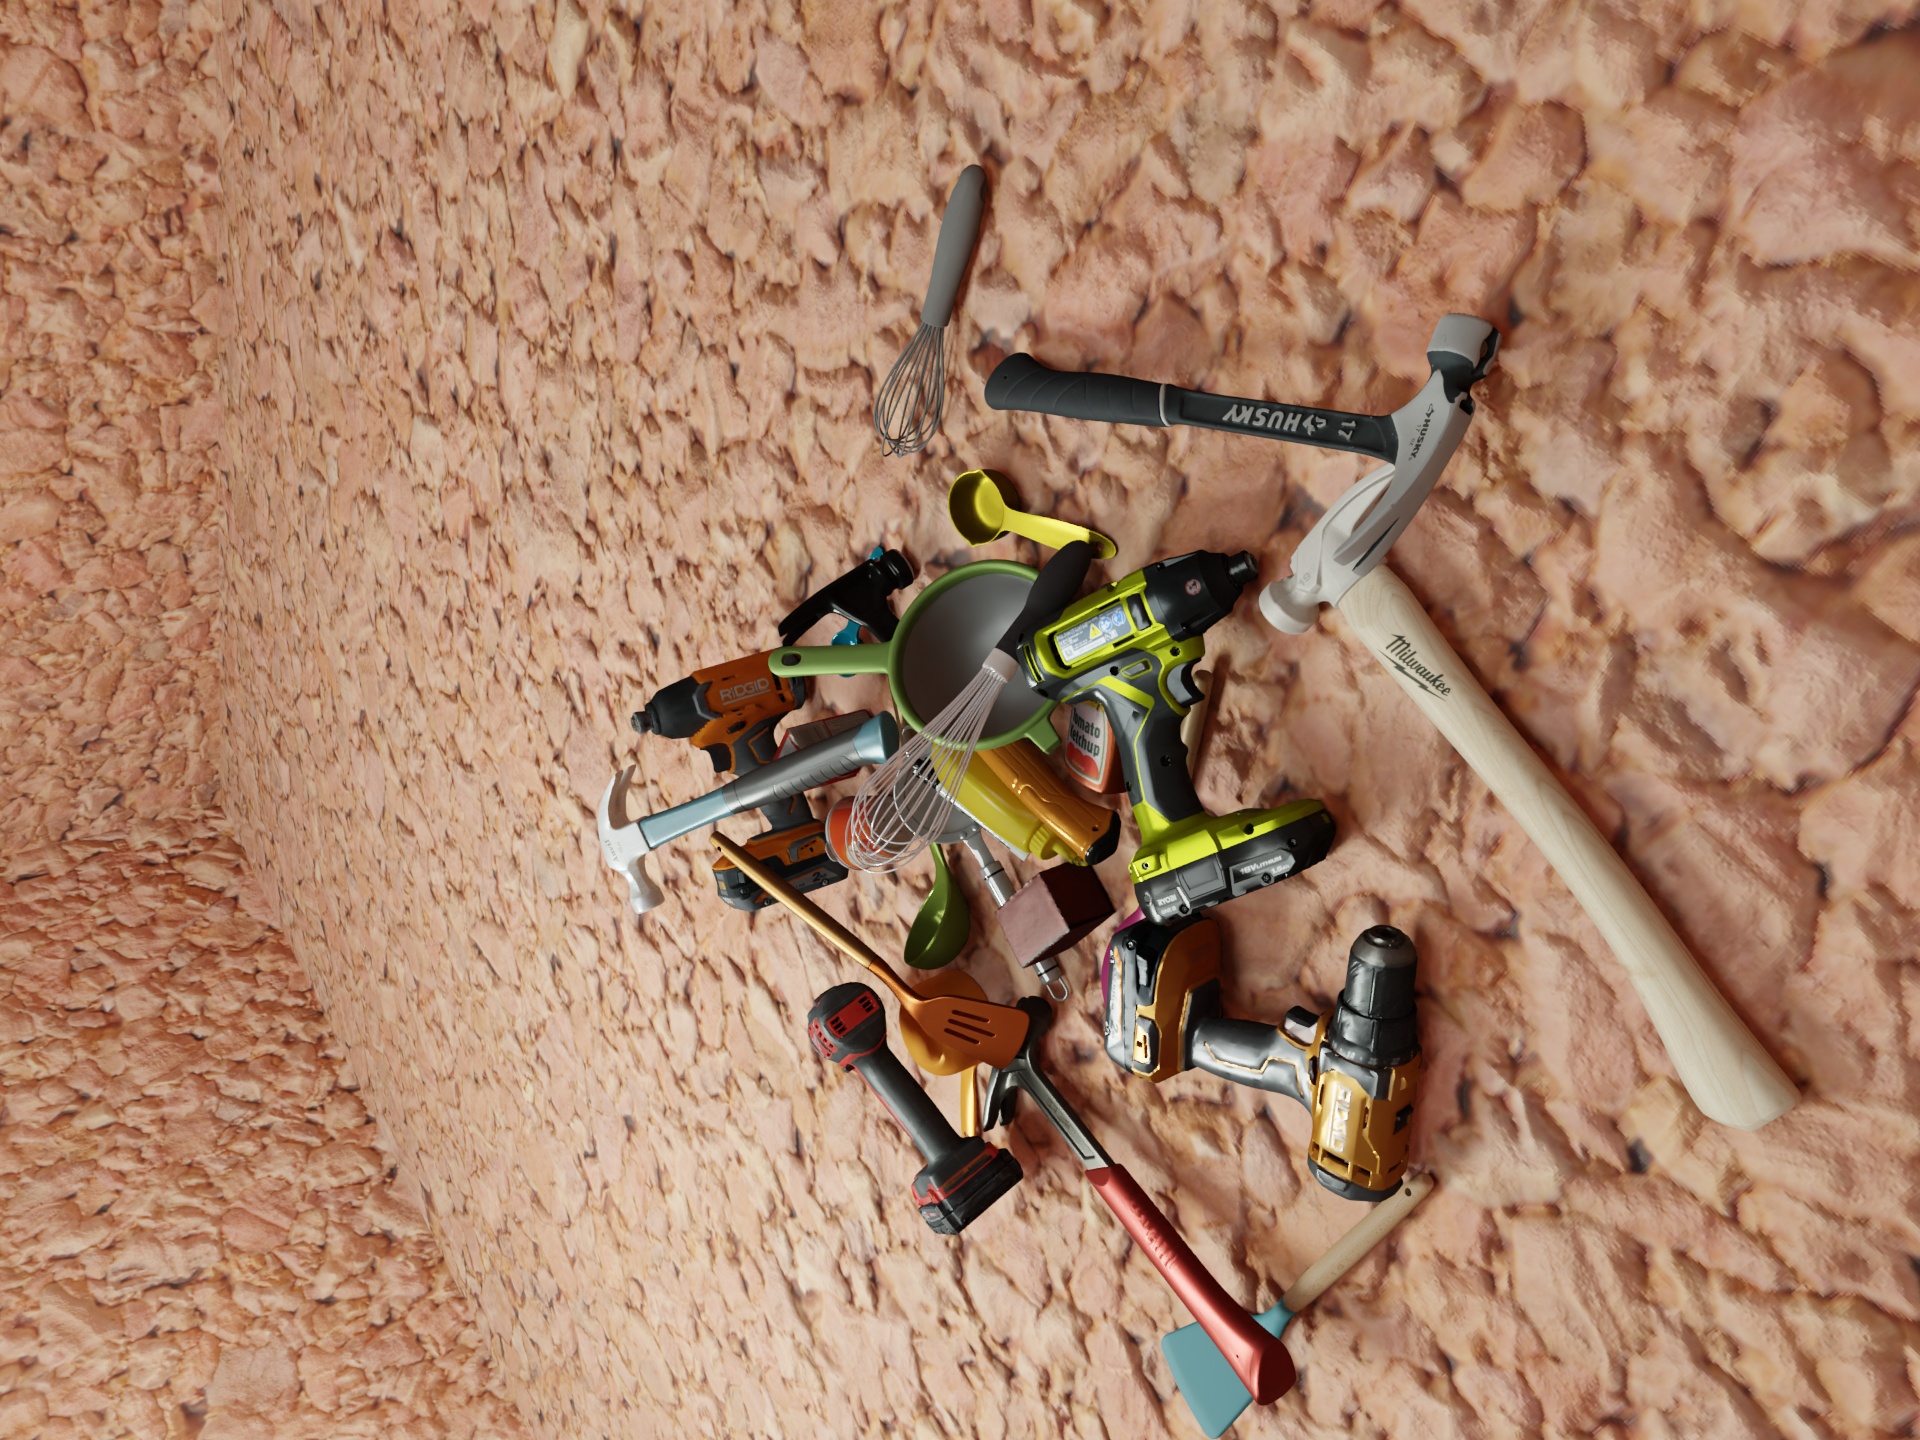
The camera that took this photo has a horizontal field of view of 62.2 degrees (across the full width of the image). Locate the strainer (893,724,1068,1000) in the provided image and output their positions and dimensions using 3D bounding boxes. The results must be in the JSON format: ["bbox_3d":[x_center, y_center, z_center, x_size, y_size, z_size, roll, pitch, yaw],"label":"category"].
[{"bbox_3d":[0.021,0.118,1.317,0.087,0.050,0.258,-31,81,8],"label":"strainer"}]

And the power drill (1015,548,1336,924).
[{"bbox_3d":[0.151,0.007,1.053,0.171,0.080,0.223,-25,82,27],"label":"power drill"}]

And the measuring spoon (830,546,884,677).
[{"bbox_3d":[-0.083,-0.096,1.398,0.042,0.021,0.128,42,123,35],"label":"measuring spoon"}]

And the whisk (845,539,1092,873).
[{"bbox_3d":[0.011,-0.012,1.129,0.070,0.070,0.284,28,80,44],"label":"whisk"}]

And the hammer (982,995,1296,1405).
[{"bbox_3d":[0.129,0.383,1.240,0.359,0.036,0.149,46,135,43],"label":"hammer"}]

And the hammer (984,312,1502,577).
[{"bbox_3d":[0.145,-0.194,1.017,0.409,0.036,0.149,23,91,51],"label":"hammer"}]

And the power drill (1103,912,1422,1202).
[{"bbox_3d":[0.208,0.197,1.075,0.226,0.084,0.185,22,119,42],"label":"power drill"}]

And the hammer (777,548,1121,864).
[{"bbox_3d":[-0.002,-0.004,1.245,0.337,0.127,0.034,45,158,29],"label":"hammer"}]

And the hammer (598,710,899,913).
[{"bbox_3d":[-0.188,0.065,1.389,0.331,0.033,0.128,-22,96,28],"label":"hammer"}]

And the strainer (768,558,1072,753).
[{"bbox_3d":[-0.022,-0.040,1.221,0.256,0.069,0.152,-1,71,24],"label":"strainer"}]

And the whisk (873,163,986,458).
[{"bbox_3d":[-0.022,-0.307,1.215,0.055,0.055,0.238,44,130,34],"label":"whisk"}]

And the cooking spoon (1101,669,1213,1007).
[{"bbox_3d":[0.146,0.104,1.168,0.069,0.017,0.318,36,129,39],"label":"cooking spoon"}]

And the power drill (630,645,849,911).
[{"bbox_3d":[-0.205,0.059,1.484,0.084,0.164,0.226,-7,99,66],"label":"power drill"}]

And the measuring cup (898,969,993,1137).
[{"bbox_3d":[-0.013,0.311,1.418,0.095,0.052,0.173,14,111,49],"label":"measuring cup"}]

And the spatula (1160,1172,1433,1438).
[{"bbox_3d":[0.242,0.408,1.133,0.082,0.044,0.317,61,141,33],"label":"spatula"}]

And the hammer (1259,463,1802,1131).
[{"bbox_3d":[0.329,0.038,0.896,0.411,0.038,0.146,58,139,21],"label":"hammer"}]

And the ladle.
[{"bbox_3d":[-0.047,0.056,1.371,0.078,0.062,0.320,171,87,-73],"label":"ladle"}]

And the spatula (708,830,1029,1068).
[{"bbox_3d":[-0.086,0.185,1.341,0.323,0.041,0.081,35,134,18],"label":"spatula"}]

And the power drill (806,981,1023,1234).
[{"bbox_3d":[-0.056,0.332,1.387,0.227,0.080,0.188,52,161,7],"label":"power drill"}]

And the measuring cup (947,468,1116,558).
[{"bbox_3d":[0.058,-0.149,1.194,0.157,0.029,0.062,23,119,33],"label":"measuring cup"}]
